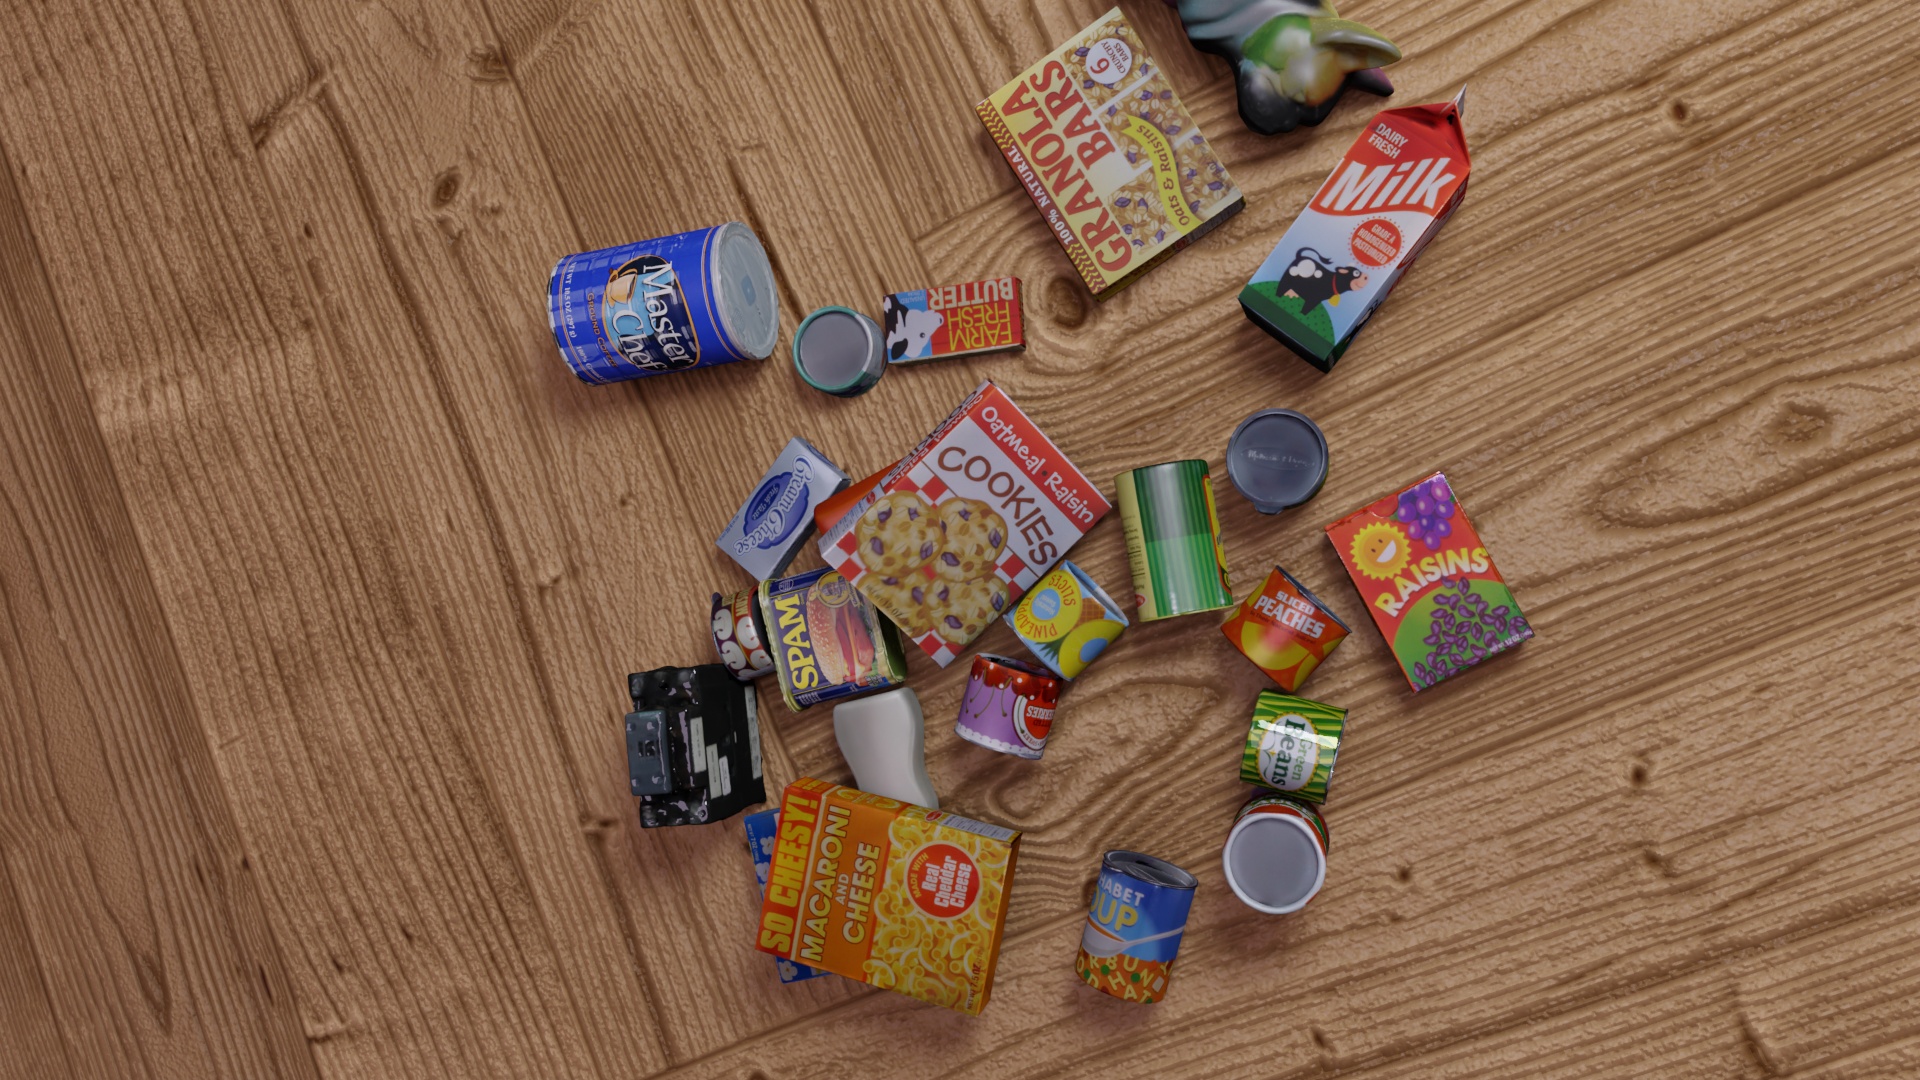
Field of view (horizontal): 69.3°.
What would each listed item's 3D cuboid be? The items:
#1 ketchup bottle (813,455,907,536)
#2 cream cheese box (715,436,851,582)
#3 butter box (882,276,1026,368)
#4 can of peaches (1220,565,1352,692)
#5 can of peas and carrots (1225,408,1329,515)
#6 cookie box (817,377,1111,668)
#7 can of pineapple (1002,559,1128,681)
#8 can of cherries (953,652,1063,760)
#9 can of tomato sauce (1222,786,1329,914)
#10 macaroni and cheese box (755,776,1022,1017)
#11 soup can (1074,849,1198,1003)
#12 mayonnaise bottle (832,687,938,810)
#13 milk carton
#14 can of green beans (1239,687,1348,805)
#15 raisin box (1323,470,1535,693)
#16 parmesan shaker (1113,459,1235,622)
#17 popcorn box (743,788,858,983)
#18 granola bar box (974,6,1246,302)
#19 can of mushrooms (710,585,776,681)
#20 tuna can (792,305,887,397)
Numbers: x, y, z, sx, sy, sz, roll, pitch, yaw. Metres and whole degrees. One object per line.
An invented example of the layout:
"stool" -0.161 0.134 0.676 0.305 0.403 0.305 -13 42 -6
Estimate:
"ketchup bottle" -0.033 -0.041 1.009 0.149 0.065 0.043 -29 94 5
"cream cheese box" -0.134 -0.022 1.054 0.053 0.024 0.103 39 99 12
"butter box" -0.004 -0.161 1.022 0.103 0.024 0.053 -6 87 16
"can of peaches" 0.217 0.059 0.929 0.071 0.071 0.058 44 101 13
"can of peas and carrots" 0.215 -0.051 0.939 0.071 0.059 0.071 0 89 16
"cookie box" 0.003 -0.012 0.971 0.167 0.040 0.123 -44 109 4
"can of pineapple" 0.074 0.055 0.969 0.058 0.071 0.071 -46 78 9
"can of cherries" 0.037 0.116 0.979 0.071 0.071 0.058 16 92 16
"can of tomato sauce" 0.209 0.203 0.919 0.071 0.083 0.071 0 89 16
"macaroni and cheese box" -0.051 0.247 0.973 0.166 0.040 0.123 12 93 15
"soup can" 0.117 0.263 0.950 0.071 0.071 0.083 16 93 16
"mayonnaise bottle" -0.047 0.185 1.015 0.064 0.041 0.148 -15 86 15
"milk carton" 0.273 -0.211 0.921 0.073 0.072 0.190 39 98 14
"can of green beans" 0.222 0.137 0.927 0.058 0.071 0.071 14 92 16
"raisin box" 0.308 0.027 0.920 0.086 0.040 0.123 -29 80 14
"parmesan shaker" 0.146 0.000 0.950 0.071 0.071 0.103 -11 85 15
"popcorn box" -0.103 0.255 1.029 0.085 0.038 0.126 -16 84 16
"granola bar box" 0.106 -0.272 0.987 0.124 0.039 0.165 -33 80 12
"can of mushrooms" -0.157 0.067 1.035 0.033 0.071 0.071 -19 84 14
"tuna can" -0.093 -0.141 1.042 0.071 0.033 0.071 0 88 15
